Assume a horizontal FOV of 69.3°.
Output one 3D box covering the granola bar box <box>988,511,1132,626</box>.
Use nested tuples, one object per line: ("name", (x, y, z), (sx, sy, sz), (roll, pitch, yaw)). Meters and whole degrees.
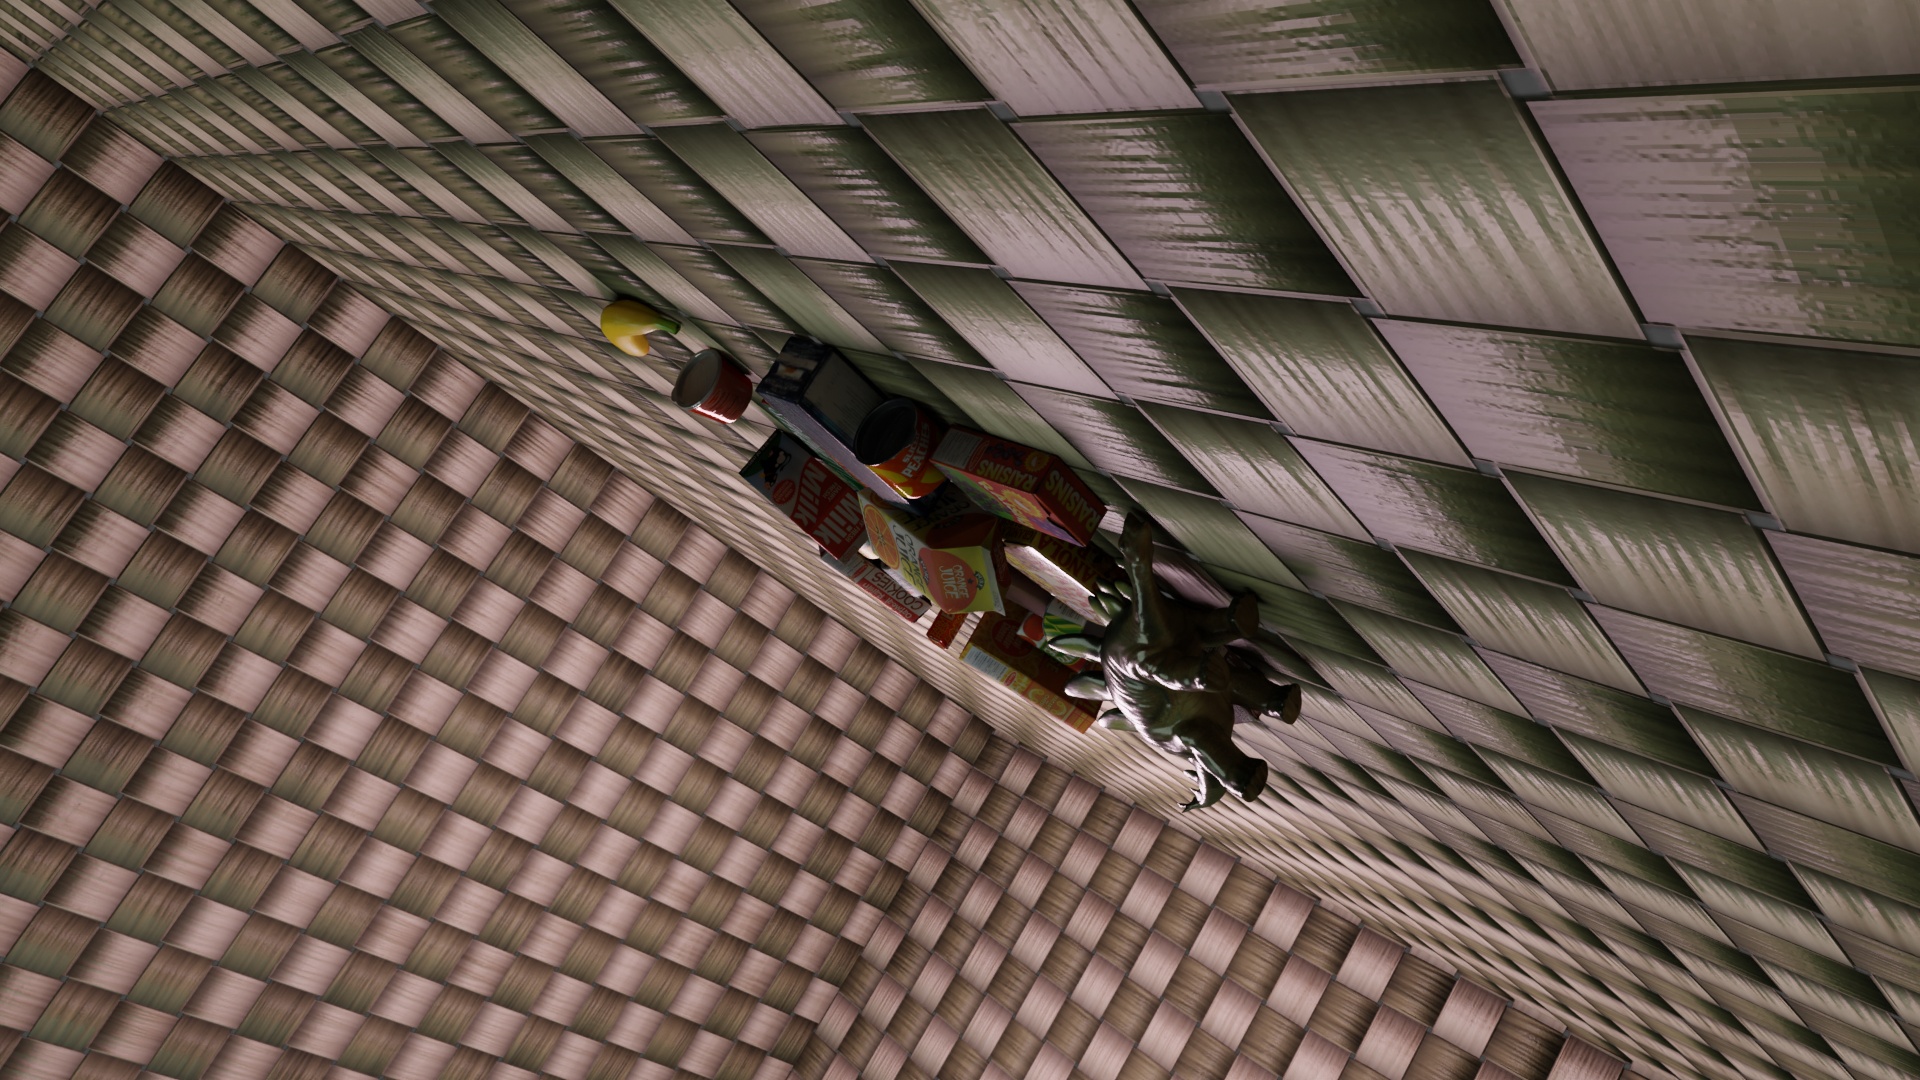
("granola bar box", (0.103, 0.028, 1.305), (0.165, 0.039, 0.124), (36, 170, -24))

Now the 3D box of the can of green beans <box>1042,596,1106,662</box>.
("can of green beans", (0.129, 0.088, 1.448), (0.058, 0.071, 0.071), (19, 164, 49))

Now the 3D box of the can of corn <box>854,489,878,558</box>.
("can of corn", (-0.113, -0.019, 1.659), (0.071, 0.071, 0.058), (22, 167, 44))

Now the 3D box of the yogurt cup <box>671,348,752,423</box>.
("yogurt cup", (-0.249, -0.154, 1.416), (0.072, 0.072, 0.054), (21, 174, 46))

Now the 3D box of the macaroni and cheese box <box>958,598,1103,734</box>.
("macaroni and cheese box", (0.097, 0.129, 1.597), (0.166, 0.124, 0.040), (31, 136, 0))

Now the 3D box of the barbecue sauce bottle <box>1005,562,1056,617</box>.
("barbecue sauce bottle", (0.050, 0.038, 1.514), (0.149, 0.044, 0.064), (27, 168, 29))

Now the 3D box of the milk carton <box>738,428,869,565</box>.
("milk carton", (-0.162, -0.044, 1.578), (0.191, 0.072, 0.073), (37, 176, 39))

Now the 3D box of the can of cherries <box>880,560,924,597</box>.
("can of cherries", (-0.054, 0.025, 1.704), (0.058, 0.071, 0.071), (43, 166, -24))

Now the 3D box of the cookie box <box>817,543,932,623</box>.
("cookie box", (-0.114, 0.017, 1.760), (0.167, 0.040, 0.123), (38, -159, -34))

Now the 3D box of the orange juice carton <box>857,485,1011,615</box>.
("orange juice carton", (-0.016, 0.003, 1.284), (0.193, 0.073, 0.071), (36, 145, 52))

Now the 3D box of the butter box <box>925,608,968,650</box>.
("butter box", (-0.005, 0.086, 1.747), (0.024, 0.103, 0.053), (28, 169, 15))

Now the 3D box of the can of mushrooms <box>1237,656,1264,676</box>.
("can of mushrooms", (0.263, 0.134, 1.363), (0.071, 0.033, 0.071), (30, 170, 6))

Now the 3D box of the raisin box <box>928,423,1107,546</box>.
("raisin box", (0.046, -0.045, 1.114), (0.123, 0.040, 0.086), (21, 165, 44))

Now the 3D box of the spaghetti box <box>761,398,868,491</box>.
("spaghetti box", (-0.119, -0.088, 1.444), (0.050, 0.029, 0.249), (24, 168, 36))

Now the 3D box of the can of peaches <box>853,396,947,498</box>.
("can of peaches", (-0.045, -0.076, 1.155), (0.071, 0.071, 0.058), (22, 166, 46))

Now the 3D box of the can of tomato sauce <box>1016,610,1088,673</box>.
("can of tomato sauce", (0.114, 0.100, 1.553), (0.083, 0.071, 0.071), (32, 170, 3))
